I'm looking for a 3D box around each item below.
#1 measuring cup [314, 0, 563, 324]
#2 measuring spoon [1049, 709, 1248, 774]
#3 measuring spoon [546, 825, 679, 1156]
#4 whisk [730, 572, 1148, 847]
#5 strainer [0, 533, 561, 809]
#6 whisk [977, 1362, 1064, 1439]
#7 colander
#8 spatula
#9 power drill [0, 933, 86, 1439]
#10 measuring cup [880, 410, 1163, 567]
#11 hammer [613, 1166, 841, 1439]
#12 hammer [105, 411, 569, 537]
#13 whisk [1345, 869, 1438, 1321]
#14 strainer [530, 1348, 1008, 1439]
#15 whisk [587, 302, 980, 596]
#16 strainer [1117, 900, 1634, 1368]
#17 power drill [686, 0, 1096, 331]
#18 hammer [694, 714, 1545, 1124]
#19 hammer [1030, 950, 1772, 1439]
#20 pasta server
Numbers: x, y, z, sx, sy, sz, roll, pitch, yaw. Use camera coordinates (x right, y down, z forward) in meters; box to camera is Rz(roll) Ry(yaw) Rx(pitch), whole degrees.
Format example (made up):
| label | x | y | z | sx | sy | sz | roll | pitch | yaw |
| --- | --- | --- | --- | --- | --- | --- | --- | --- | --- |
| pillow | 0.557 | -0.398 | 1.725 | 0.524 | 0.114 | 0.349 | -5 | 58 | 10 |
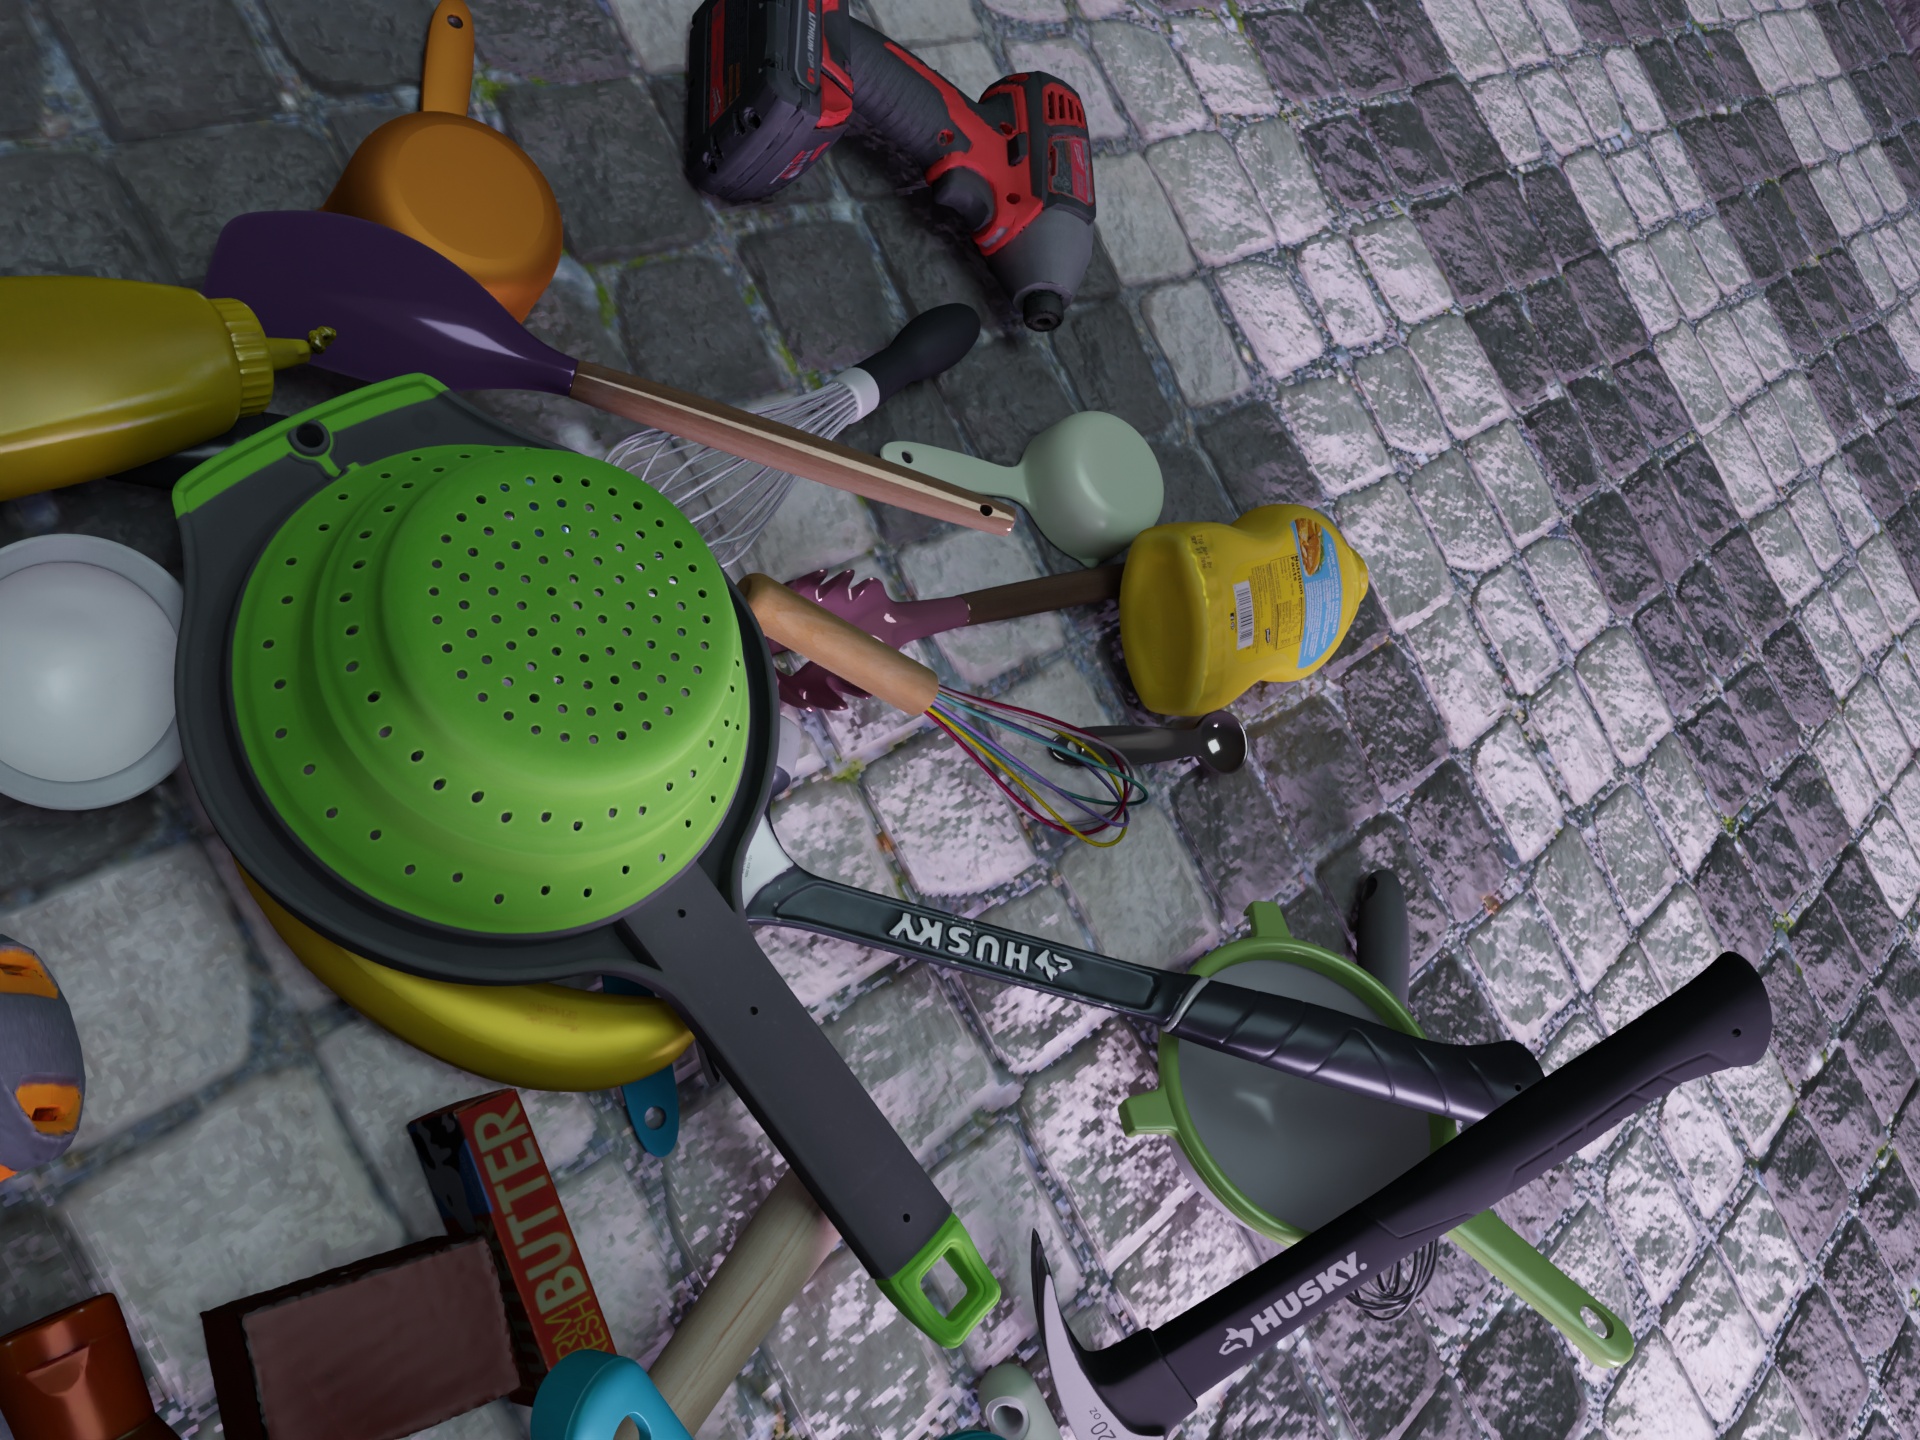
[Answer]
| label | x | y | z | sx | sy | sz | roll | pitch | yaw |
| --- | --- | --- | --- | --- | --- | --- | --- | --- | --- |
| measuring cup | -0.205 | -0.238 | 0.650 | 0.095 | 0.052 | 0.174 | 11 | 68 | -34 |
| measuring spoon | 0.094 | 0.013 | 0.809 | 0.124 | 0.018 | 0.034 | -1 | 80 | -30 |
| measuring spoon | -0.129 | 0.102 | 0.604 | 0.042 | 0.021 | 0.128 | -12 | 90 | -29 |
| whisk | -0.001 | -0.001 | 0.692 | 0.244 | 0.051 | 0.047 | 29 | 76 | -38 |
| strainer | -0.235 | -0.017 | 0.552 | 0.258 | 0.050 | 0.087 | -2 | 92 | -44 |
| whisk | 0.069 | 0.371 | 0.633 | 0.246 | 0.058 | 0.059 | 63 | 15 | 4 |
| colander | -0.093 | 0.045 | 0.527 | 0.204 | 0.094 | 0.397 | -39 | 95 | -35 |
| spatula | -0.124 | -0.126 | 0.617 | 0.315 | 0.018 | 0.060 | 17 | 80 | -15 |
| power drill | -0.290 | 0.183 | 0.388 | 0.164 | 0.084 | 0.226 | -17 | 79 | -9 |
| measuring cup | 0.036 | -0.127 | 0.799 | 0.167 | 0.038 | 0.083 | 4 | 70 | -38 |
| hammer | -0.138 | 0.274 | 0.461 | 0.038 | 0.146 | 0.411 | 36 | 47 | 5 |
| hammer | -0.292 | -0.099 | 0.543 | 0.330 | 0.033 | 0.128 | 3 | 70 | -36 |
| whisk | 0.216 | 0.183 | 0.815 | 0.055 | 0.055 | 0.239 | 28 | 53 | -26 |
| strainer | -0.071 | 0.277 | 0.466 | 0.211 | 0.095 | 0.340 | -58 | 140 | -41 |
| whisk | -0.068 | -0.134 | 0.717 | 0.070 | 0.070 | 0.285 | 54 | 45 | -8 |
| strainer | 0.189 | 0.214 | 0.736 | 0.256 | 0.069 | 0.151 | 39 | 50 | 4 |
| power drill | -0.022 | -0.285 | 0.796 | 0.219 | 0.078 | 0.143 | 13 | 66 | -36 |
| hammer | 0.078 | 0.120 | 0.676 | 0.408 | 0.036 | 0.149 | 18 | 63 | -15 |
| hammer | 0.182 | 0.196 | 0.650 | 0.335 | 0.035 | 0.146 | -33 | 104 | 1 |
| pasta server | 0.024 | -0.057 | 0.765 | 0.316 | 0.040 | 0.060 | -14 | 99 | -41 |
